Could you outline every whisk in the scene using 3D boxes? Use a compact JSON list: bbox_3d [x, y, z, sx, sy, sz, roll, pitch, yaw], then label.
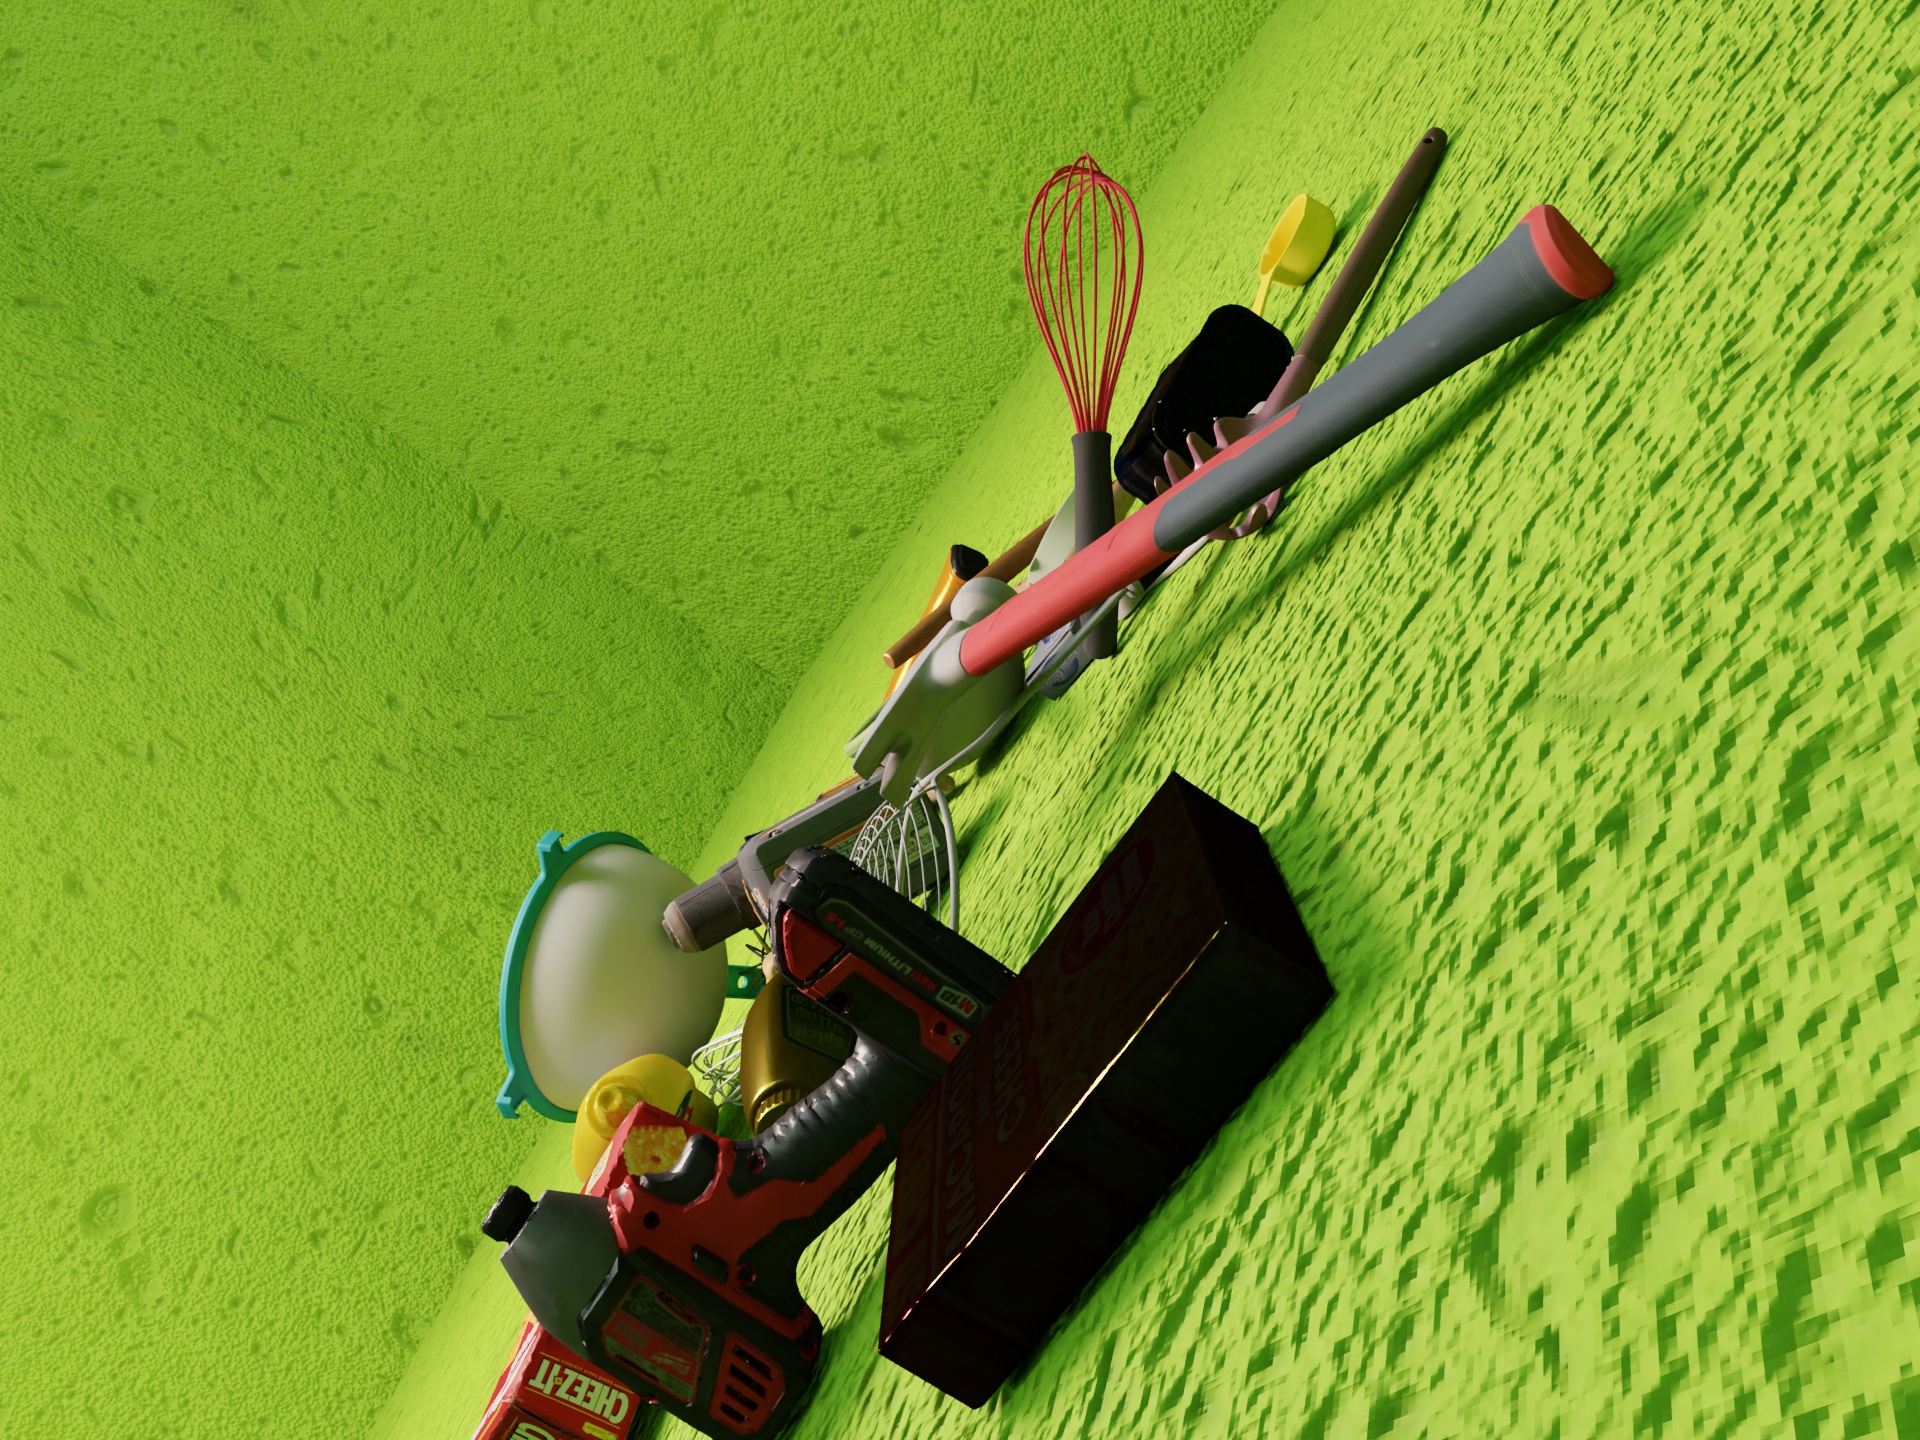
[{"bbox_3d":[-0.132,0.168,1.114,0.245,0.051,0.047,140,121,-80],"label":"whisk"},{"bbox_3d":[0.074,-0.182,0.911,0.073,0.073,0.296,156,113,-75],"label":"whisk"},{"bbox_3d":[-0.104,0.188,1.008,0.246,0.057,0.059,-42,24,43],"label":"whisk"}]

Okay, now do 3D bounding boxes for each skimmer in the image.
[{"bbox_3d":[0.065,-0.005,0.807,0.363,0.090,0.127,-48,11,-8],"label":"skimmer"}]

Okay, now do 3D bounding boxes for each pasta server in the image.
[{"bbox_3d":[0.188,-0.206,0.816,0.316,0.060,0.040,-58,-28,-23],"label":"pasta server"}]

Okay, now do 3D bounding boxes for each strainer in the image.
[{"bbox_3d":[-0.002,-0.003,1.002,0.151,0.069,0.256,-44,6,5],"label":"strainer"},{"bbox_3d":[-0.205,0.199,1.202,0.340,0.095,0.211,25,-110,-65],"label":"strainer"}]

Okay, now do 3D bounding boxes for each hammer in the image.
[{"bbox_3d":[0.090,-0.078,0.660,0.386,0.038,0.143,-32,20,47],"label":"hammer"},{"bbox_3d":[-0.062,0.016,1.258,0.127,0.034,0.337,-111,45,-75],"label":"hammer"}]

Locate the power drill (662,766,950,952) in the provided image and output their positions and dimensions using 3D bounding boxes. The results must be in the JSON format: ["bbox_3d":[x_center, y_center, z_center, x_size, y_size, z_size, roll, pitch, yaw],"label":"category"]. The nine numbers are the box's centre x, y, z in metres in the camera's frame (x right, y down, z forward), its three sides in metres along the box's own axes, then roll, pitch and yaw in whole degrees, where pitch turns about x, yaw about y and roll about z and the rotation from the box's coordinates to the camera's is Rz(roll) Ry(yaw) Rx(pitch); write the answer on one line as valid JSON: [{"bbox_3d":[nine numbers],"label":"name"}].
[{"bbox_3d":[-0.105,0.099,1.029,0.185,0.084,0.226,-28,2,-12],"label":"power drill"}]

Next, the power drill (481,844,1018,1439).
[{"bbox_3d":[-0.082,0.165,0.643,0.220,0.143,0.078,-56,5,-8],"label":"power drill"}]

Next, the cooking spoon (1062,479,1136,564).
[{"bbox_3d":[0.118,-0.166,1.042,0.068,0.017,0.319,-50,4,40],"label":"cooking spoon"}]

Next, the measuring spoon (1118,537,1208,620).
[{"bbox_3d":[0.113,-0.092,0.889,0.034,0.018,0.124,-62,10,-30],"label":"measuring spoon"}]

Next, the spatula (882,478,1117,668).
[{"bbox_3d":[0.056,-0.137,1.113,0.322,0.041,0.081,-41,-13,-27],"label":"spatula"}]

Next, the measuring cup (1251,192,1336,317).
[{"bbox_3d":[0.201,-0.259,1.007,0.062,0.029,0.156,155,135,-75],"label":"measuring cup"}]

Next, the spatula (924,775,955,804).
[{"bbox_3d":[-0.052,0.076,1.220,0.060,0.018,0.316,-65,9,-18],"label":"spatula"}]

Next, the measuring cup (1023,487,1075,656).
[{"bbox_3d":[0.071,-0.089,1.093,0.083,0.038,0.167,-54,-13,-39],"label":"measuring cup"}]

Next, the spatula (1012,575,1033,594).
[{"bbox_3d":[0.008,-0.054,1.268,0.082,0.044,0.317,-61,10,-23],"label":"spatula"}]
